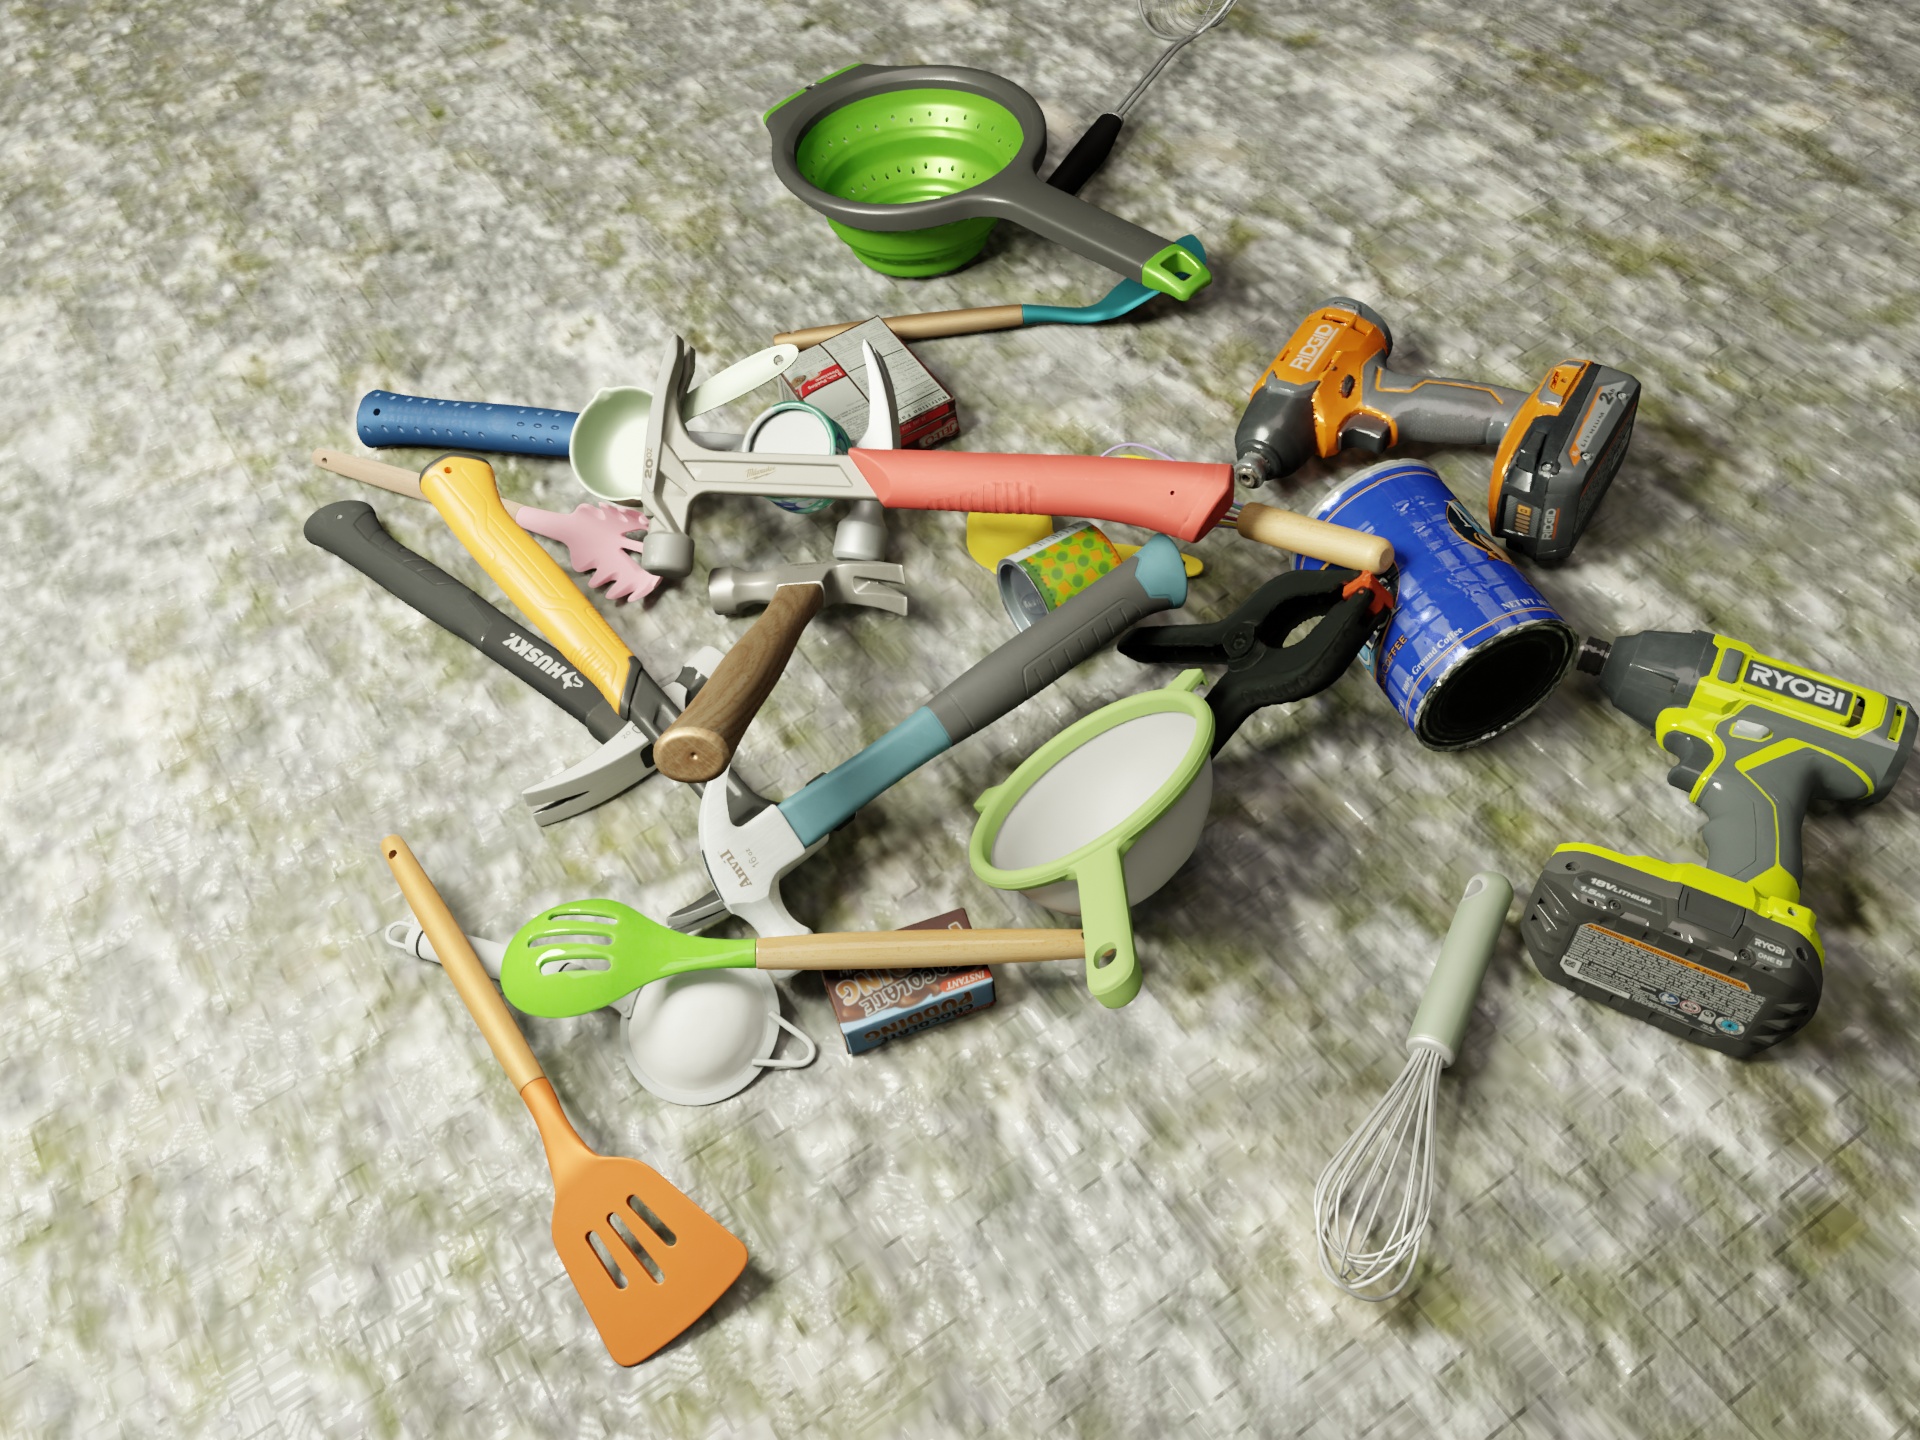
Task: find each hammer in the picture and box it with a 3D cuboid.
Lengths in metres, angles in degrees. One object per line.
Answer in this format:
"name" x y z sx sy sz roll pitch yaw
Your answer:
"hammer" -0.105 -0.038 0.868 0.130 0.031 0.331 -5 19 6
"hammer" -0.019 -0.152 0.946 0.359 0.036 0.149 4 84 15
"hammer" -0.308 -0.056 1.011 0.335 0.035 0.146 31 61 26
"hammer" -0.214 -0.031 0.924 0.127 0.034 0.337 -37 74 -23
"hammer" -0.231 -0.197 1.085 0.405 0.035 0.144 8 86 17
"hammer" -0.001 -0.003 0.890 0.331 0.033 0.128 -35 92 -17

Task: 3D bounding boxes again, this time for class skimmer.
"skimmer" 0.136 -0.550 1.303 0.127 0.090 0.363 0 48 48

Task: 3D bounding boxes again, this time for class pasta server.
"pasta server" -0.323 -0.144 1.078 0.316 0.060 0.040 17 17 21

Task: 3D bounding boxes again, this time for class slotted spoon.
"slotted spoon" -0.078 0.116 0.811 0.313 0.031 0.070 -1 48 -3

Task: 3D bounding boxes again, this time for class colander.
"colander" 0.022 -0.362 1.163 0.204 0.094 0.397 -39 56 -24

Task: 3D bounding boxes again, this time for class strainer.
"strainer" -0.201 0.142 0.848 0.258 0.050 0.087 11 69 18
"strainer" 0.082 0.078 0.797 0.151 0.069 0.257 -32 21 15

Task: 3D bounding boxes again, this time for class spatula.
"spatula" -0.224 0.172 0.812 0.081 0.041 0.323 -41 58 -2
"spatula" 0.018 -0.304 1.158 0.317 0.044 0.082 -6 32 4

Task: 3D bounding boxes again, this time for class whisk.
"whisk" 0.154 -0.121 0.950 0.047 0.051 0.245 -20 30 -32
"whisk" 0.229 0.170 0.779 0.059 0.058 0.246 39 57 -9

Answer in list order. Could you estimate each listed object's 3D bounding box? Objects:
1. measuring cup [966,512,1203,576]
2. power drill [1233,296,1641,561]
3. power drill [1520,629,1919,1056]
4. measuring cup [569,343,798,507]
"measuring cup" 0.078 -0.117 1.017 0.156 0.029 0.062 11 55 16
"power drill" 0.292 -0.182 1.015 0.227 0.084 0.164 23 59 27
"power drill" 0.386 0.048 0.834 0.171 0.080 0.223 22 54 20
"measuring cup" -0.173 -0.196 1.030 0.167 0.038 0.083 -26 77 10
